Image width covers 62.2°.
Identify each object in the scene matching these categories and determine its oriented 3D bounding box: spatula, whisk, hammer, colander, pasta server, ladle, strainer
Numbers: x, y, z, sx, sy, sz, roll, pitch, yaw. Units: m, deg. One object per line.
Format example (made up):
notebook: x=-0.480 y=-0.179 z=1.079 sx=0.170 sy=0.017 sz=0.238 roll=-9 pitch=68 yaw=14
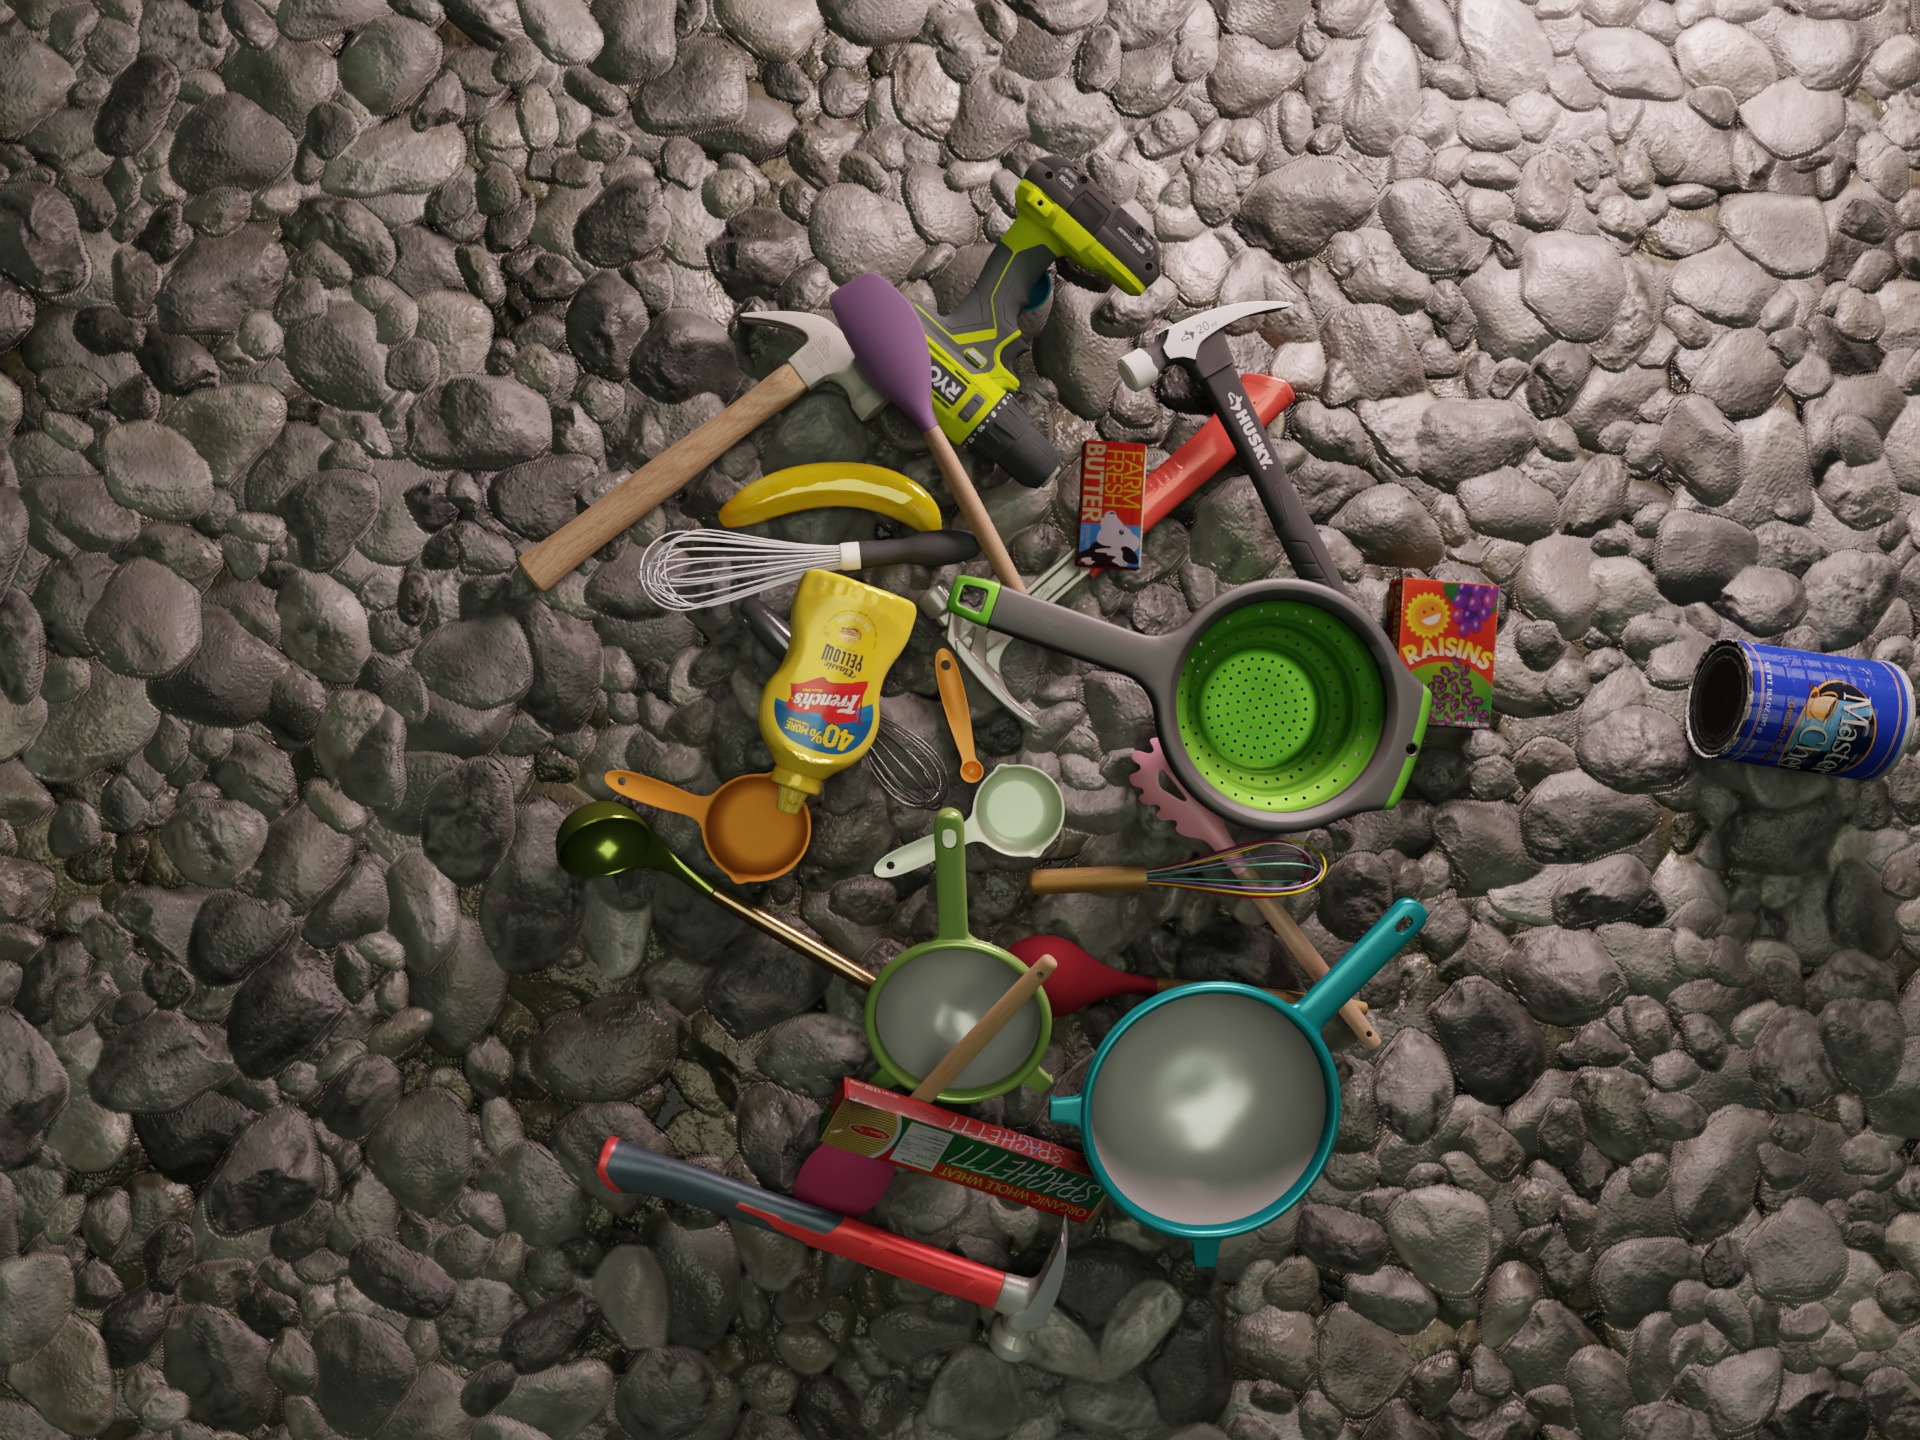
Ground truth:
spatula: x=-0.010 y=-0.213 z=1.286 sx=0.060 sy=0.018 sz=0.316 roll=-27 pitch=98 yaw=7
whisk: x=-0.123 y=-0.132 z=1.304 sx=0.284 sy=0.070 sz=0.070 roll=-6 pitch=89 yaw=-3
hammer: x=-0.227 y=-0.221 z=1.323 sx=0.331 sy=0.031 sz=0.130 roll=-37 pitch=91 yaw=-3
hammer: x=0.143 y=-0.158 z=1.338 sx=0.359 sy=0.037 sz=0.149 roll=-41 pitch=91 yaw=-3
hammer: x=-0.106 y=0.403 z=1.291 sx=0.386 sy=0.038 sz=0.143 roll=19 pitch=117 yaw=1
colander: x=0.178 y=-0.038 z=1.307 sx=0.397 sy=0.094 sz=0.204 roll=19 pitch=88 yaw=-2
pasta server: x=0.251 y=0.146 z=1.335 sx=0.060 sy=0.040 sz=0.316 roll=-37 pitch=91 yaw=-3
ladle: x=-0.184 y=0.161 z=1.306 sx=0.320 sy=0.062 sz=0.078 roll=31 pitch=124 yaw=-5
strainer: x=-0.003 y=0.183 z=1.284 sx=0.151 sy=0.069 sz=0.256 roll=-1 pitch=108 yaw=4
strainer: x=0.240 y=0.262 z=1.301 sx=0.340 sy=0.095 sz=0.211 roll=-44 pitch=98 yaw=-1
hammer: x=0.269 y=-0.187 z=1.318 sx=0.146 sy=0.035 sz=0.334 roll=-31 pitch=101 yaw=-6
whisk: x=0.176 y=0.126 z=1.309 sx=0.245 sy=0.051 sz=0.047 roll=-4 pitch=79 yaw=15
ladle: x=0.189 y=0.228 z=1.338 sx=0.315 sy=0.031 sz=0.069 roll=6 pitch=90 yaw=-4
whisk: x=-0.097 y=-0.015 z=1.319 sx=0.055 sy=0.055 sz=0.239 roll=-45 pitch=88 yaw=-3

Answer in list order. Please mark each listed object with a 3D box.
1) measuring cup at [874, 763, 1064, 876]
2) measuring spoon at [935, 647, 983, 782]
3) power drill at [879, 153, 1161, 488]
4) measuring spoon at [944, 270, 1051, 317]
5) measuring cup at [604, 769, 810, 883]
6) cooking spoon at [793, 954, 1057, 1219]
measuring cup: x=0.006 y=0.092 z=1.326 sx=0.167 sy=0.038 sz=0.083 roll=-23 pitch=90 yaw=-1
measuring spoon: x=-0.002 y=-0.004 z=1.342 sx=0.021 sy=0.011 sz=0.117 roll=-14 pitch=86 yaw=-3
power drill: x=0.057 y=-0.323 z=1.304 sx=0.190 sy=0.080 sz=0.228 roll=40 pitch=100 yaw=-7
measuring spoon: x=0.017 y=-0.347 z=1.349 sx=0.128 sy=0.021 sz=0.042 roll=-27 pitch=99 yaw=6
measuring cup: x=-0.206 y=0.073 z=1.309 sx=0.173 sy=0.052 sz=0.095 roll=19 pitch=88 yaw=0
cooking spoon: x=-0.028 y=0.301 z=1.280 sx=0.068 sy=0.017 sz=0.319 roll=39 pitch=107 yaw=-6
